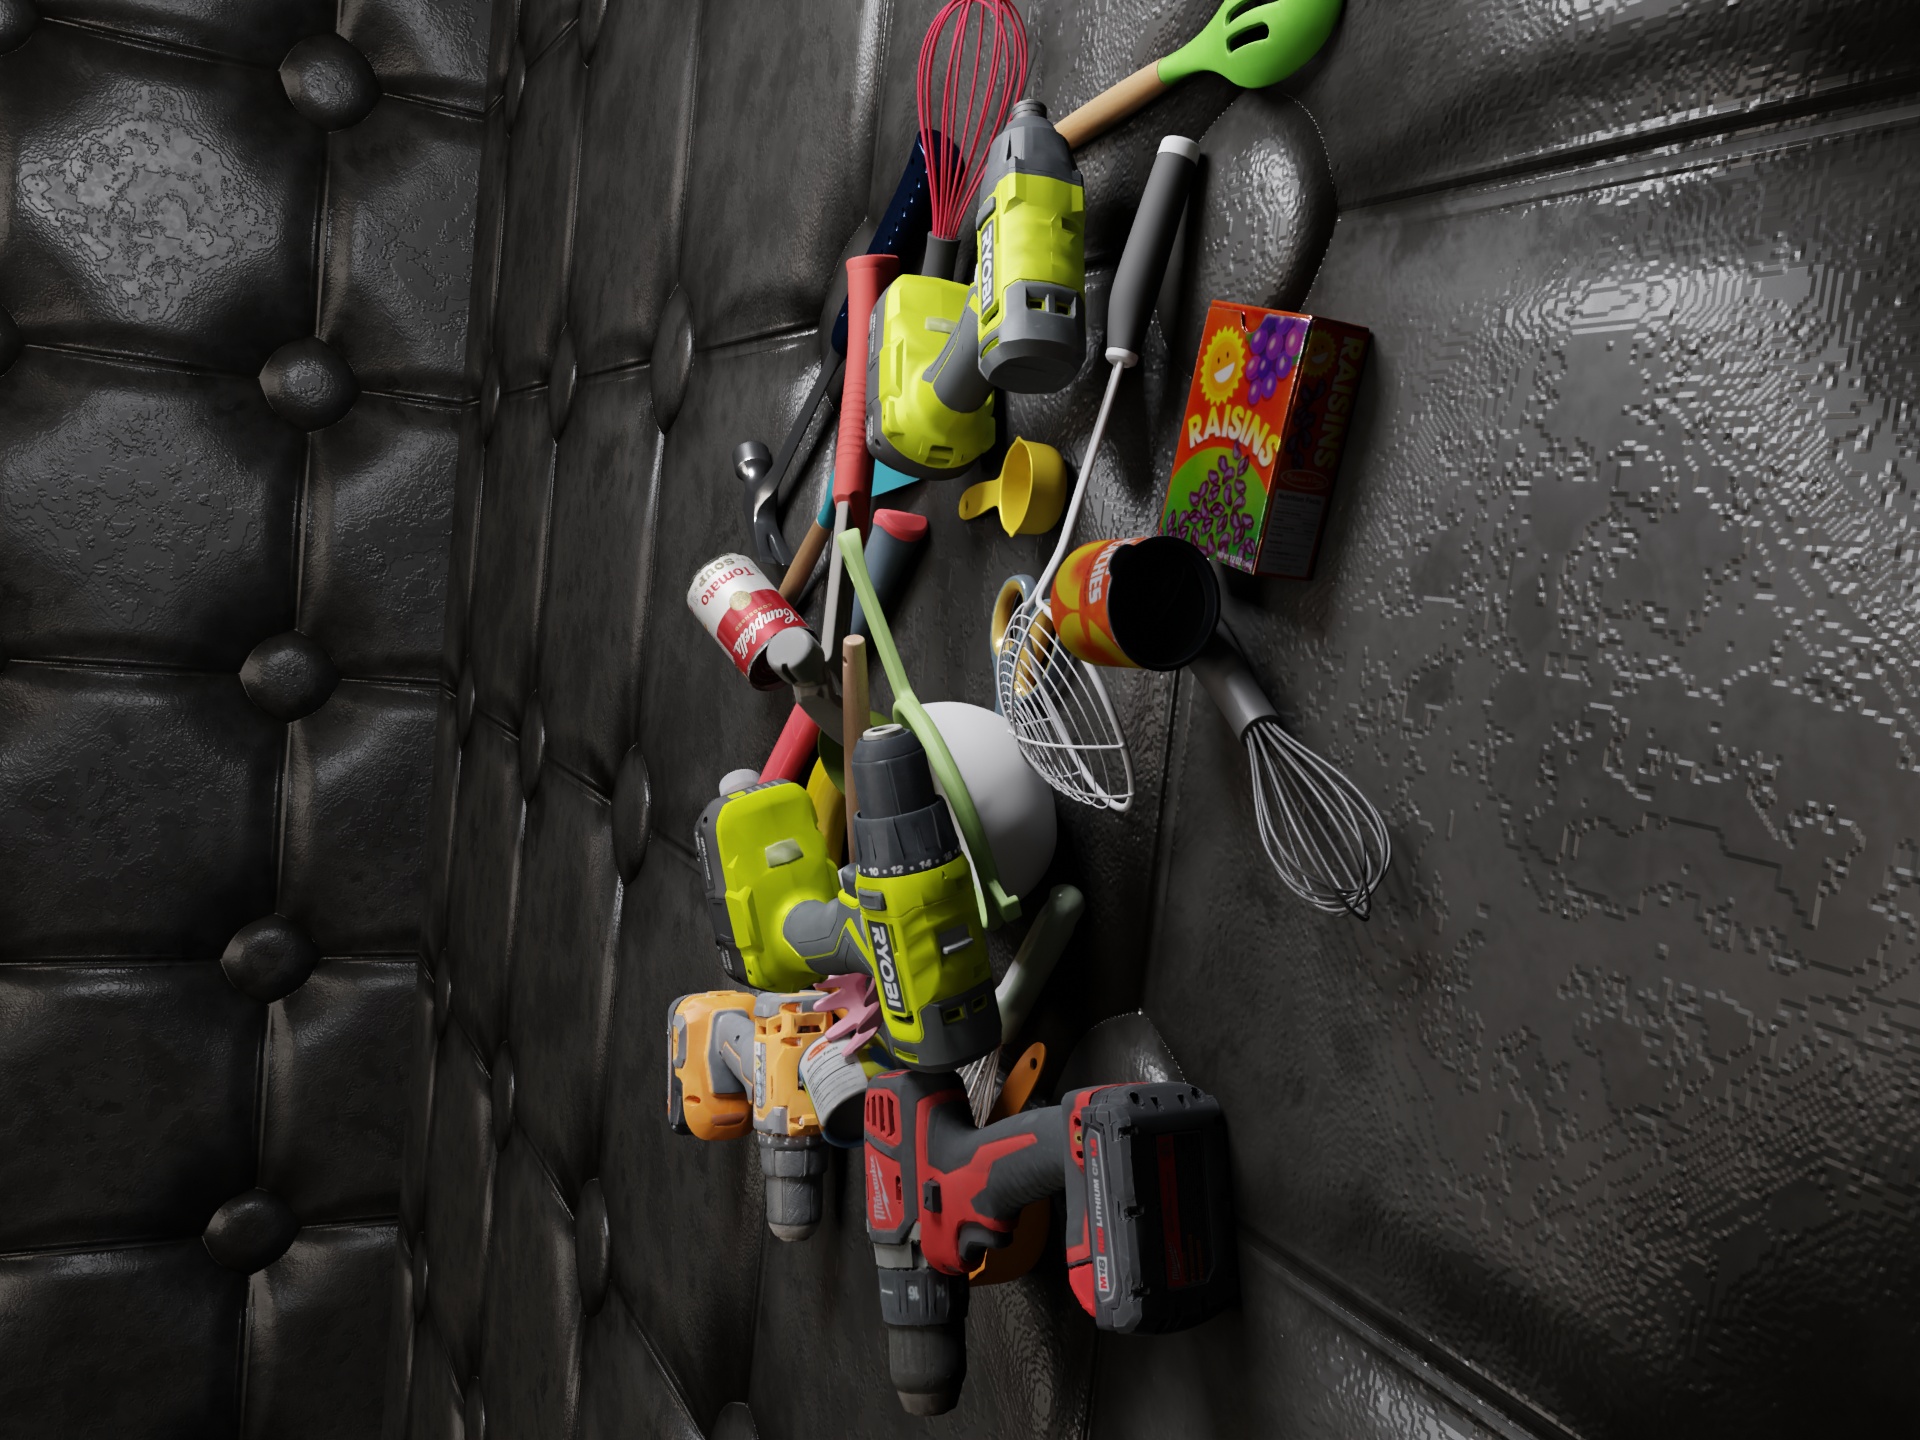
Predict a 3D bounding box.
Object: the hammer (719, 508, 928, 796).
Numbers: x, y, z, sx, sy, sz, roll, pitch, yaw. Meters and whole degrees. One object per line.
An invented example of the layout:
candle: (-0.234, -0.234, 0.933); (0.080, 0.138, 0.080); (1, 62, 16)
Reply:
hammer: (-0.107, -0.007, 1.249); (0.386, 0.038, 0.143); (-59, 39, 41)

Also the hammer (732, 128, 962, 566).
hammer: (-0.097, -0.286, 1.262); (0.405, 0.035, 0.144); (-53, 42, 46)

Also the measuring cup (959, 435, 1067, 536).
measuring cup: (0.032, -0.144, 1.026); (0.156, 0.029, 0.062); (-173, 87, -74)

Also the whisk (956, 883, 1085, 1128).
whisk: (0.019, 0.196, 0.983); (0.058, 0.059, 0.246); (-80, 13, -61)

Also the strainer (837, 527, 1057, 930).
strainer: (-0.002, -0.003, 0.962); (0.151, 0.069, 0.256); (146, 103, -81)

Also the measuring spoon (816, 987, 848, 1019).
measuring spoon: (-0.097, 0.220, 1.231); (0.117, 0.011, 0.021); (36, 118, 58)

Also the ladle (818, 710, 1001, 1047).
ladle: (-0.035, 0.098, 1.043); (0.321, 0.062, 0.078); (-115, 22, -52)

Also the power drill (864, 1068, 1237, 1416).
power drill: (0.033, 0.279, 0.848); (0.227, 0.080, 0.188); (-15, 73, 45)

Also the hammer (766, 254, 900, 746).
hammer: (-0.069, -0.163, 1.088); (0.037, 0.149, 0.359); (-5, 65, 20)

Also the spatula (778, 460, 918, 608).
spatula: (-0.105, -0.144, 1.278); (0.317, 0.044, 0.082); (129, 137, -54)

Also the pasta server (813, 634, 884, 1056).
pasta server: (-0.071, 0.088, 1.040); (0.060, 0.040, 0.316); (37, 136, 45)

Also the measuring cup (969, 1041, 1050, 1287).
measuring cup: (0.031, 0.261, 0.947); (0.095, 0.052, 0.173); (51, 124, 49)

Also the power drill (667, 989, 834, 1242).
power drill: (-0.164, 0.306, 1.275); (0.226, 0.084, 0.185); (-12, 78, 60)

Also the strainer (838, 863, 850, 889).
strainer: (-0.112, 0.134, 1.190); (0.258, 0.050, 0.087); (-34, 54, 36)

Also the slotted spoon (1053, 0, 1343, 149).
slotted spoon: (0.103, -0.357, 0.904); (0.314, 0.031, 0.070); (2, 89, 64)

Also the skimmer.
skimmer: (0.098, -0.133, 0.883); (0.127, 0.090, 0.363); (-156, 82, -75)

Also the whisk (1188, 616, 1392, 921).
whisk: (0.142, 0.004, 0.769); (0.239, 0.055, 0.055); (-113, 37, -46)

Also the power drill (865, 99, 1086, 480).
power drill: (0.012, -0.255, 0.978); (0.223, 0.080, 0.171); (147, 126, -65)

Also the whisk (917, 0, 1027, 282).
whisk: (-0.007, -0.350, 1.084); (0.073, 0.073, 0.295); (-126, 40, -50)

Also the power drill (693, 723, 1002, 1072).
power drill: (-0.071, 0.096, 0.949); (0.228, 0.080, 0.190); (1, 106, 55)
